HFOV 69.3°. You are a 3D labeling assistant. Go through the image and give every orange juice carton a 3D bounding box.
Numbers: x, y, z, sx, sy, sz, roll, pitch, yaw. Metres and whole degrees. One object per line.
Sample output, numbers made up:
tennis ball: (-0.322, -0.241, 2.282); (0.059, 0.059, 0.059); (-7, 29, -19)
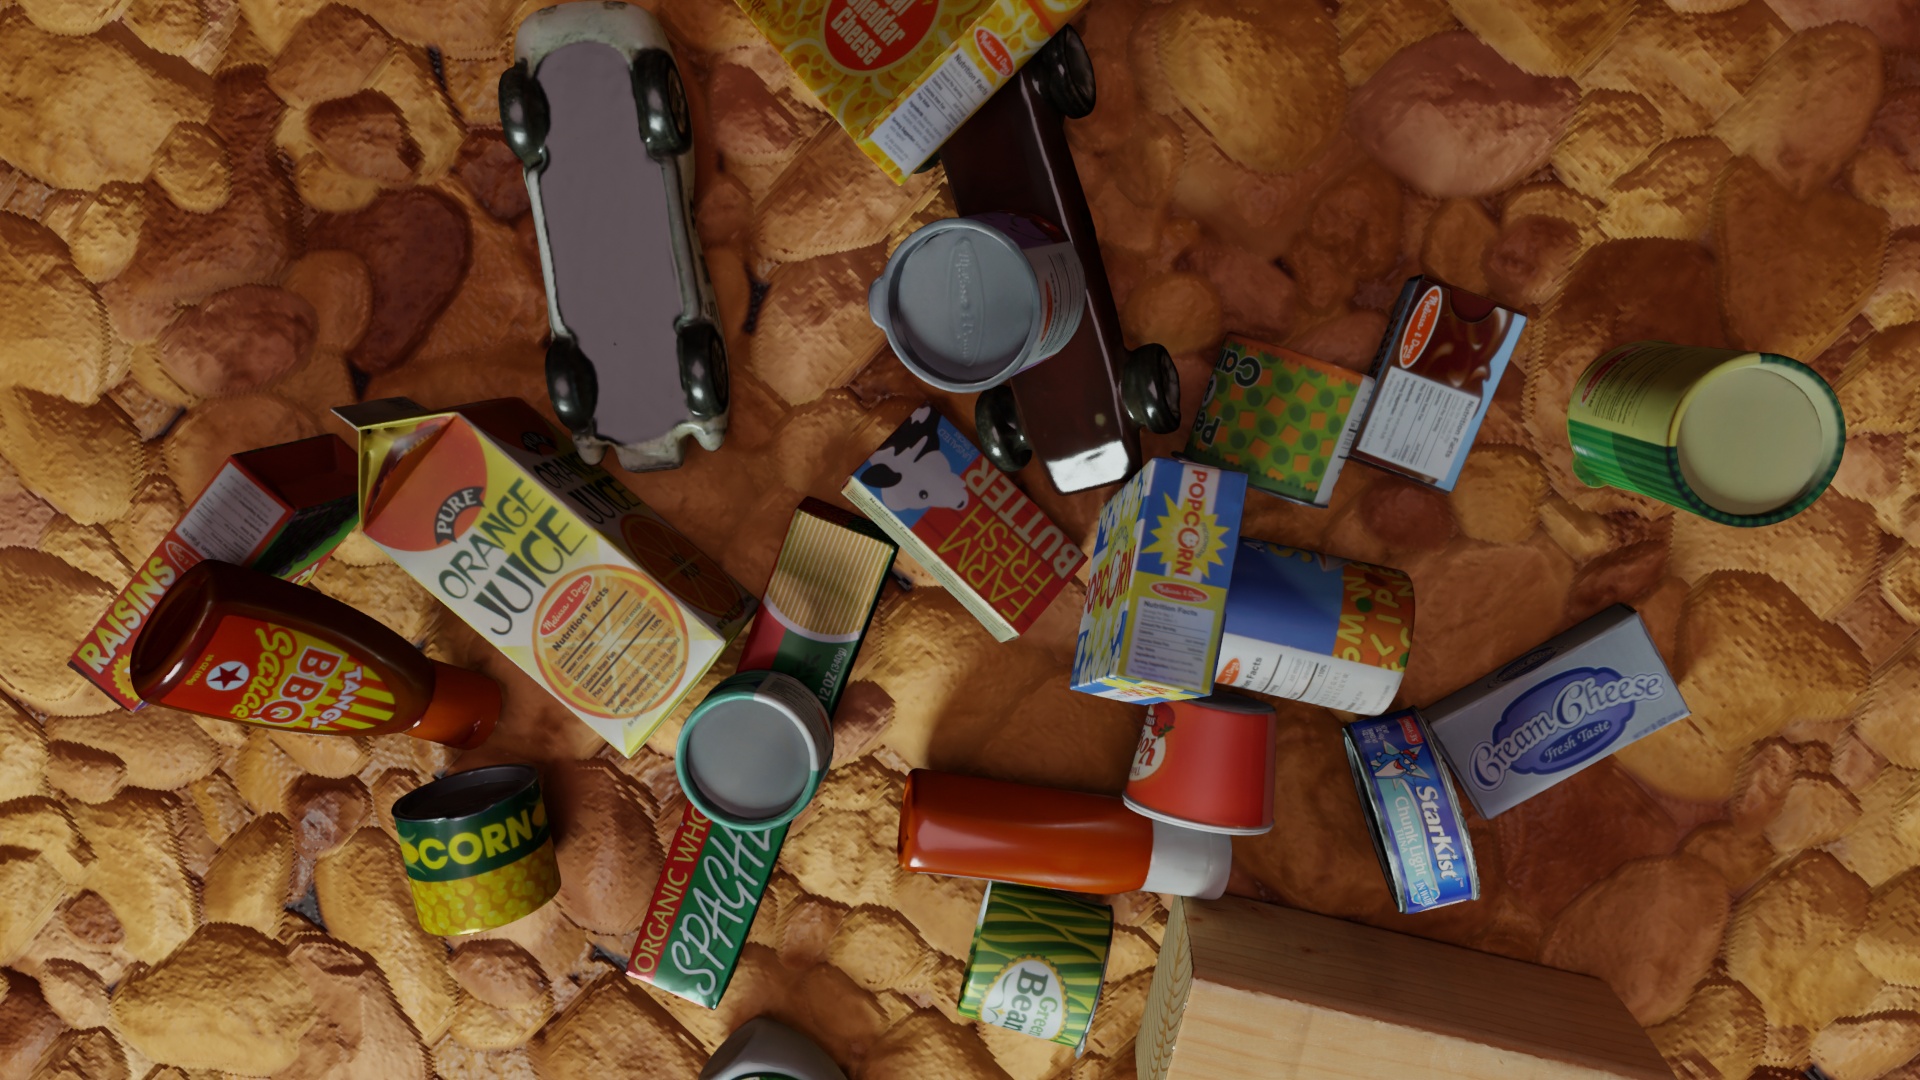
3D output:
orange juice carton: (-0.190, 0.001, 0.621); (0.192, 0.072, 0.073); (41, 101, -3)

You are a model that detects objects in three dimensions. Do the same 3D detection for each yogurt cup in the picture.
yogurt cup: (0.110, 0.096, 0.620); (0.072, 0.072, 0.054); (9, 93, 3)

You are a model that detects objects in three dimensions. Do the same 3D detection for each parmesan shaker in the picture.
parmesan shaker: (0.294, -0.043, 0.560); (0.071, 0.103, 0.071); (1, 101, 4)

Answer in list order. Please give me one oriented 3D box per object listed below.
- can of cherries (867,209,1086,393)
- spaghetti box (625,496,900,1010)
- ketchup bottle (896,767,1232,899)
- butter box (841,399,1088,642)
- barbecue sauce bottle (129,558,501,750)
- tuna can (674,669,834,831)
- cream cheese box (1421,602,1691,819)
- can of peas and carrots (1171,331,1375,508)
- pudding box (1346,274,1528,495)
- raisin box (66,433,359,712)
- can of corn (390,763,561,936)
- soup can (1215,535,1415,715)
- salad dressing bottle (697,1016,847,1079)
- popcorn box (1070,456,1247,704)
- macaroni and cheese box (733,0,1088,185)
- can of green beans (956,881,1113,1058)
can of cherries: (0.008, -0.097, 0.549); (0.071, 0.058, 0.071); (7, 109, 21)
spaghetti box: (-0.094, 0.104, 0.654); (0.050, 0.029, 0.249); (22, 101, 1)
ketchup bottle: (0.047, 0.136, 0.634); (0.149, 0.065, 0.043); (9, 95, -6)
butter box: (0.002, -0.008, 0.618); (0.103, 0.024, 0.053); (43, 70, -4)
barbecue sauce bottle: (-0.273, 0.058, 0.609); (0.064, 0.148, 0.044); (-48, 49, 11)
tuna can: (-0.094, 0.095, 0.619); (0.071, 0.033, 0.071); (1, 99, 5)
cream cheese box: (0.266, 0.077, 0.623); (0.103, 0.024, 0.053); (-31, 96, 9)
can of peas and carrots: (0.132, -0.052, 0.589); (0.071, 0.071, 0.058); (19, 100, 1)
pudding box: (0.203, -0.067, 0.600); (0.050, 0.030, 0.083); (20, 101, 2)
raisin box: (-0.328, 0.012, 0.627); (0.040, 0.086, 0.123); (42, 101, -5)
can of corn: (-0.225, 0.144, 0.650); (0.071, 0.071, 0.058); (-8, 100, 6)
soup can: (0.146, 0.034, 0.605); (0.084, 0.071, 0.071); (12, 101, 2)
salad dressing bottle: (-0.063, 0.301, 0.678); (0.064, 0.044, 0.147); (-41, 95, 9)
popcorn box: (0.077, 0.021, 0.566); (0.038, 0.126, 0.085); (12, 81, -2)
macaroni and cheese box: (-0.003, -0.242, 0.551); (0.166, 0.040, 0.124); (-42, 61, 10)
can of green beans: (0.034, 0.193, 0.640); (0.058, 0.071, 0.071); (15, 101, 2)
